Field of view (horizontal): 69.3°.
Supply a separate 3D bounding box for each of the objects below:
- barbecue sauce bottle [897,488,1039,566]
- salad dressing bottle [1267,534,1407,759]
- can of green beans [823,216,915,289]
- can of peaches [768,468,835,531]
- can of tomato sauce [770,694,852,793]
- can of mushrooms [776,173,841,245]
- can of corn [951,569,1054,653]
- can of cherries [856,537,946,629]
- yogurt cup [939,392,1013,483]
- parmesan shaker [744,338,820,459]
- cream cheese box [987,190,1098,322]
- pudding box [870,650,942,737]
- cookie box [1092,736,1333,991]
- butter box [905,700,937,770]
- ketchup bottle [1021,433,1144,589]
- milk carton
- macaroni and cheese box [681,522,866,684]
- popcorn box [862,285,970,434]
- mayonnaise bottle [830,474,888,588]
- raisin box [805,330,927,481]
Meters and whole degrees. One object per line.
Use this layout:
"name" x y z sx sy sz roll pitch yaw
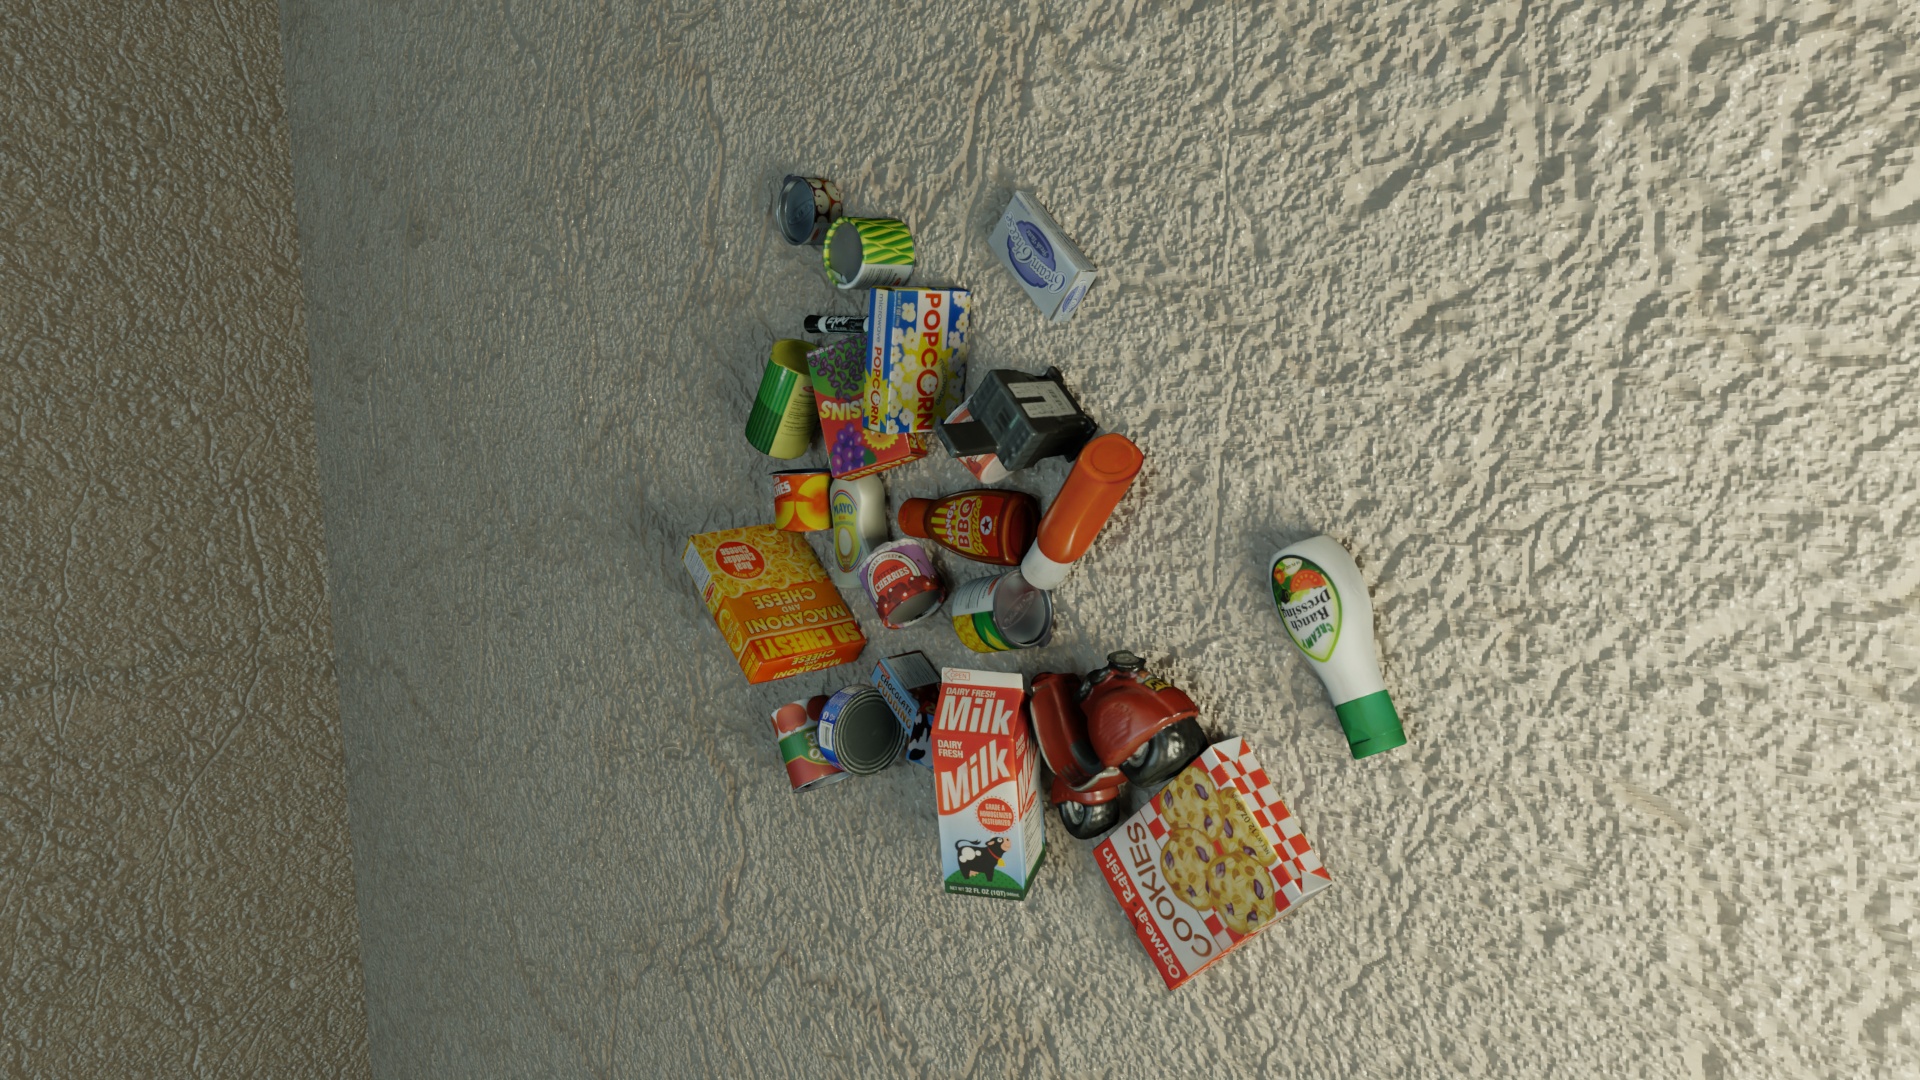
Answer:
"barbecue sauce bottle" 0.004 -0.015 1.213 0.148 0.044 0.065 7 92 50
"salad dressing bottle" 0.254 0.071 0.929 0.064 0.044 0.148 -35 69 48
"can of green beans" -0.084 -0.262 1.271 0.071 0.058 0.071 10 103 49
"can of peaches" -0.154 -0.041 1.377 0.071 0.071 0.058 6 101 49
"can of tomato sauce" -0.149 0.206 1.411 0.071 0.071 0.083 -37 67 46
"can of mushrooms" -0.148 -0.324 1.357 0.071 0.033 0.071 11 104 49
"can of corn" 0.036 0.063 1.171 0.058 0.071 0.071 -13 86 51
"can of cherries" -0.055 0.039 1.270 0.071 0.072 0.058 -52 58 41
"yogurt cup" 0.024 -0.084 1.165 0.054 0.072 0.072 53 132 20
"parmesan shaker" -0.173 -0.140 1.383 0.071 0.071 0.102 50 130 33
"cream cheese box" 0.065 -0.230 1.124 0.104 0.024 0.053 57 134 28
"pudding box" -0.040 0.143 1.285 0.084 0.050 0.030 51 132 32
"cookie box" 0.182 0.244 1.042 0.166 0.040 0.123 -52 57 40
"butter box" 0.007 0.184 1.219 0.103 0.024 0.053 19 113 14
"ketchup bottle" 0.091 -0.018 1.099 0.043 0.065 0.148 43 137 14
"milk carton" 0.024 0.196 1.159 0.072 0.074 0.189 2 108 18
"macaroni and cheese box" -0.187 0.059 1.389 0.167 0.124 0.040 56 136 28
"popcorn box" -0.038 -0.158 1.211 0.038 0.085 0.126 19 109 46
"mayonnaise bottle" -0.099 -0.029 1.335 0.064 0.041 0.148 -3 93 49
"raisin box" -0.087 -0.126 1.285 0.086 0.040 0.123 -16 82 22
